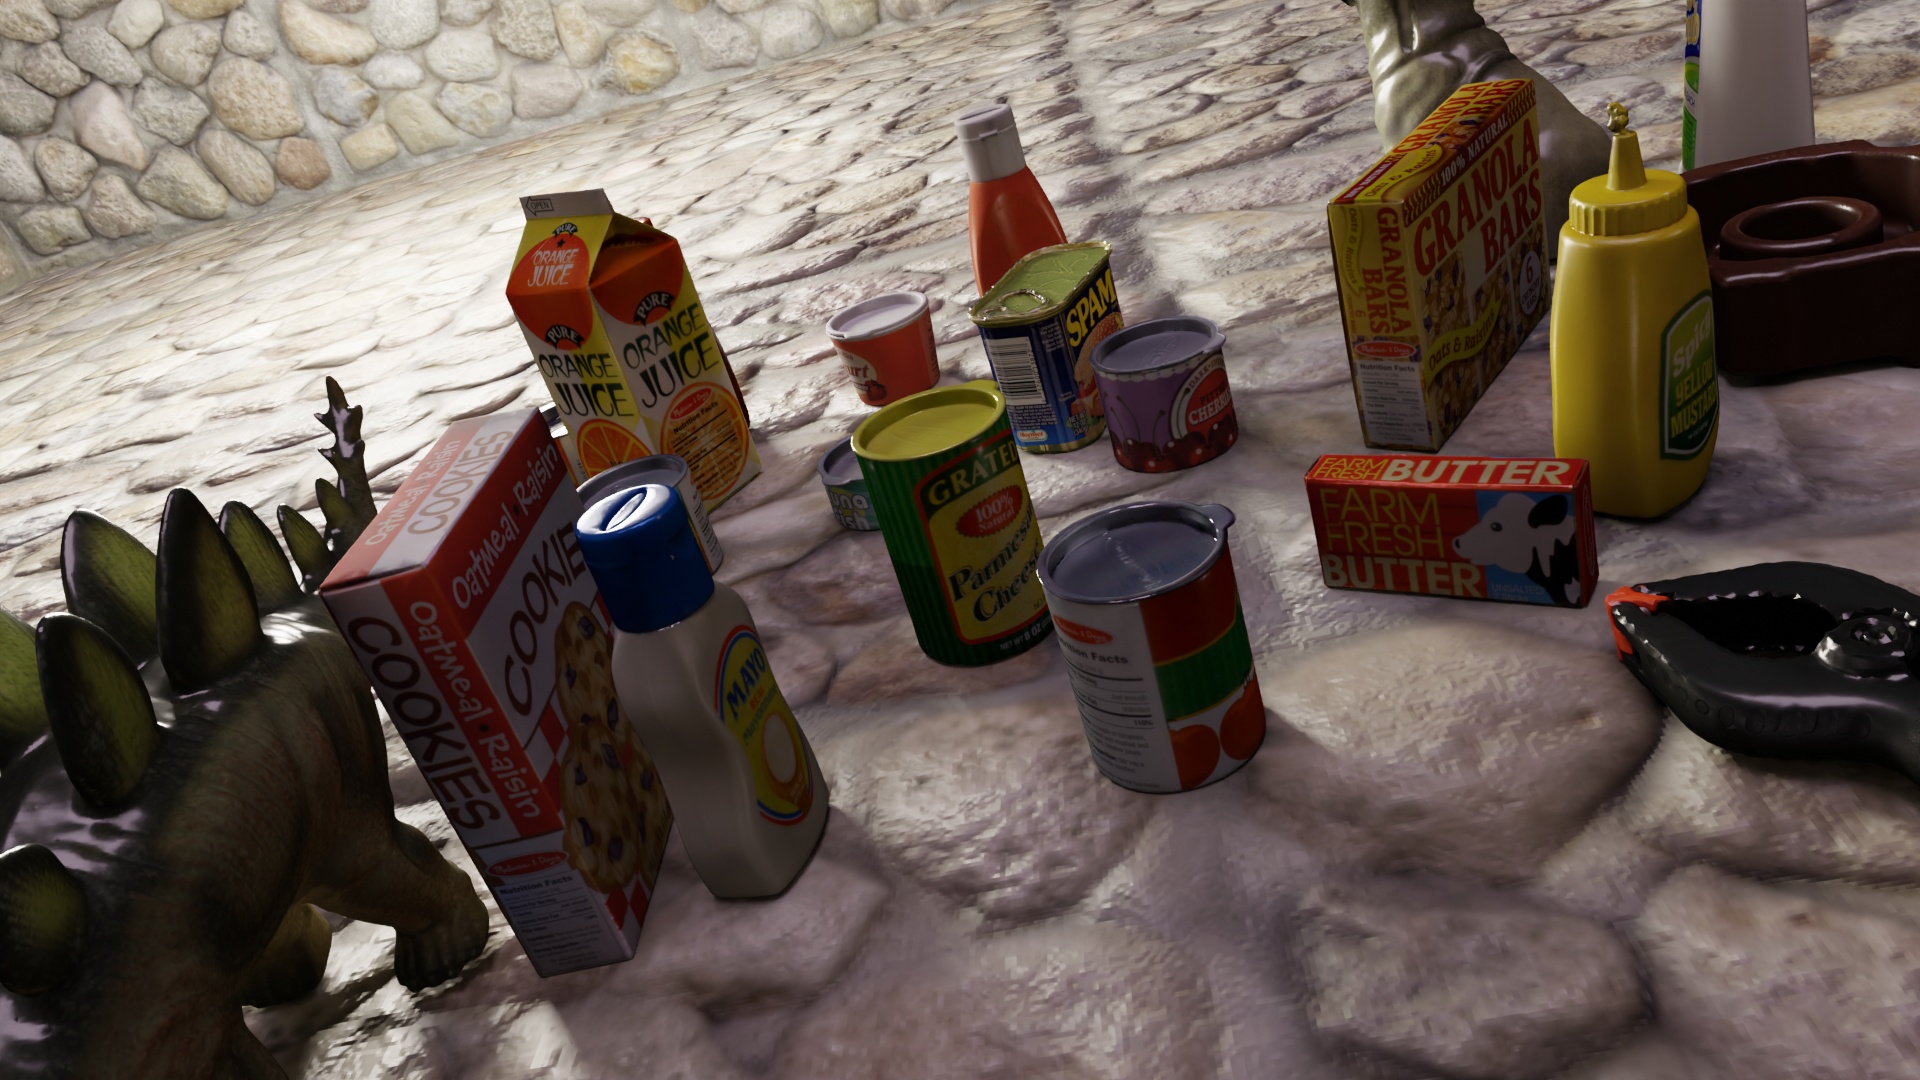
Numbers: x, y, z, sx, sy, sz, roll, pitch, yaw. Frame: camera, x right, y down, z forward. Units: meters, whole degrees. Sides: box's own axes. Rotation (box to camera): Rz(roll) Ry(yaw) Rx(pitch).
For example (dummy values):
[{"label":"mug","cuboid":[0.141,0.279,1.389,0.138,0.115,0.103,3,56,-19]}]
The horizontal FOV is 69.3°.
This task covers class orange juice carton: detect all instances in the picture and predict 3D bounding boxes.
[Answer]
[{"label":"orange juice carton","cuboid":[-0.190,-0.107,0.791,0.072,0.191,0.073,4,34,36]}]

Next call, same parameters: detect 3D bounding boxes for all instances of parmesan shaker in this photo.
[{"label":"parmesan shaker","cuboid":[0.002,-0.007,0.594,0.071,0.102,0.071,-14,27,7]}]

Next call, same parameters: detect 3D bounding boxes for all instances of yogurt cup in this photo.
[{"label":"yogurt cup","cuboid":[-0.046,-0.122,0.887,0.072,0.053,0.073,-14,27,7]}]

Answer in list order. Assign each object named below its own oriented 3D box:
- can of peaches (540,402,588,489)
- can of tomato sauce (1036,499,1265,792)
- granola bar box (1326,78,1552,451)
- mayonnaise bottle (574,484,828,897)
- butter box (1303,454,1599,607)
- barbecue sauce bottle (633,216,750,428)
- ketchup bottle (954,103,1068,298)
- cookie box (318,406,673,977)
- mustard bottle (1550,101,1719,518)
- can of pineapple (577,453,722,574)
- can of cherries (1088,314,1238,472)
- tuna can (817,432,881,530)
[{"label":"can of peaches","cuboid":[-0.234,-0.053,0.864,0.071,0.057,0.071,-14,27,7]},{"label":"can of tomato sauce","cuboid":[0.071,0.036,0.495,0.071,0.082,0.071,-14,27,7]},{"label":"granola bar box","cuboid":[0.237,-0.137,0.675,0.039,0.123,0.166,7,36,40]},{"label":"mayonnaise bottle","cuboid":[-0.090,0.052,0.487,0.041,0.147,0.065,-7,29,20]},{"label":"butter box","cuboid":[0.188,-0.005,0.537,0.103,0.053,0.024,4,34,36]},{"label":"barbecue sauce bottle","cuboid":[-0.185,-0.128,0.876,0.065,0.148,0.044,-7,29,20]},{"label":"ketchup bottle","cuboid":[0.033,-0.197,0.877,0.065,0.148,0.044,-16,27,4]},{"label":"cookie box","cuboid":[-0.155,0.052,0.505,0.040,0.166,0.123,-14,27,8]},{"label":"mustard bottle","cuboid":[0.258,-0.088,0.534,0.065,0.159,0.049,-34,31,-29]},{"label":"can of pineapple","cuboid":[-0.168,-0.005,0.736,0.071,0.057,0.071,-14,27,7]},{"label":"can of cherries","cuboid":[0.106,-0.074,0.707,0.071,0.058,0.072,-14,27,7]},{"label":"tuna can","cuboid":[-0.042,-0.034,0.745,0.071,0.032,0.071,-14,27,7]}]
